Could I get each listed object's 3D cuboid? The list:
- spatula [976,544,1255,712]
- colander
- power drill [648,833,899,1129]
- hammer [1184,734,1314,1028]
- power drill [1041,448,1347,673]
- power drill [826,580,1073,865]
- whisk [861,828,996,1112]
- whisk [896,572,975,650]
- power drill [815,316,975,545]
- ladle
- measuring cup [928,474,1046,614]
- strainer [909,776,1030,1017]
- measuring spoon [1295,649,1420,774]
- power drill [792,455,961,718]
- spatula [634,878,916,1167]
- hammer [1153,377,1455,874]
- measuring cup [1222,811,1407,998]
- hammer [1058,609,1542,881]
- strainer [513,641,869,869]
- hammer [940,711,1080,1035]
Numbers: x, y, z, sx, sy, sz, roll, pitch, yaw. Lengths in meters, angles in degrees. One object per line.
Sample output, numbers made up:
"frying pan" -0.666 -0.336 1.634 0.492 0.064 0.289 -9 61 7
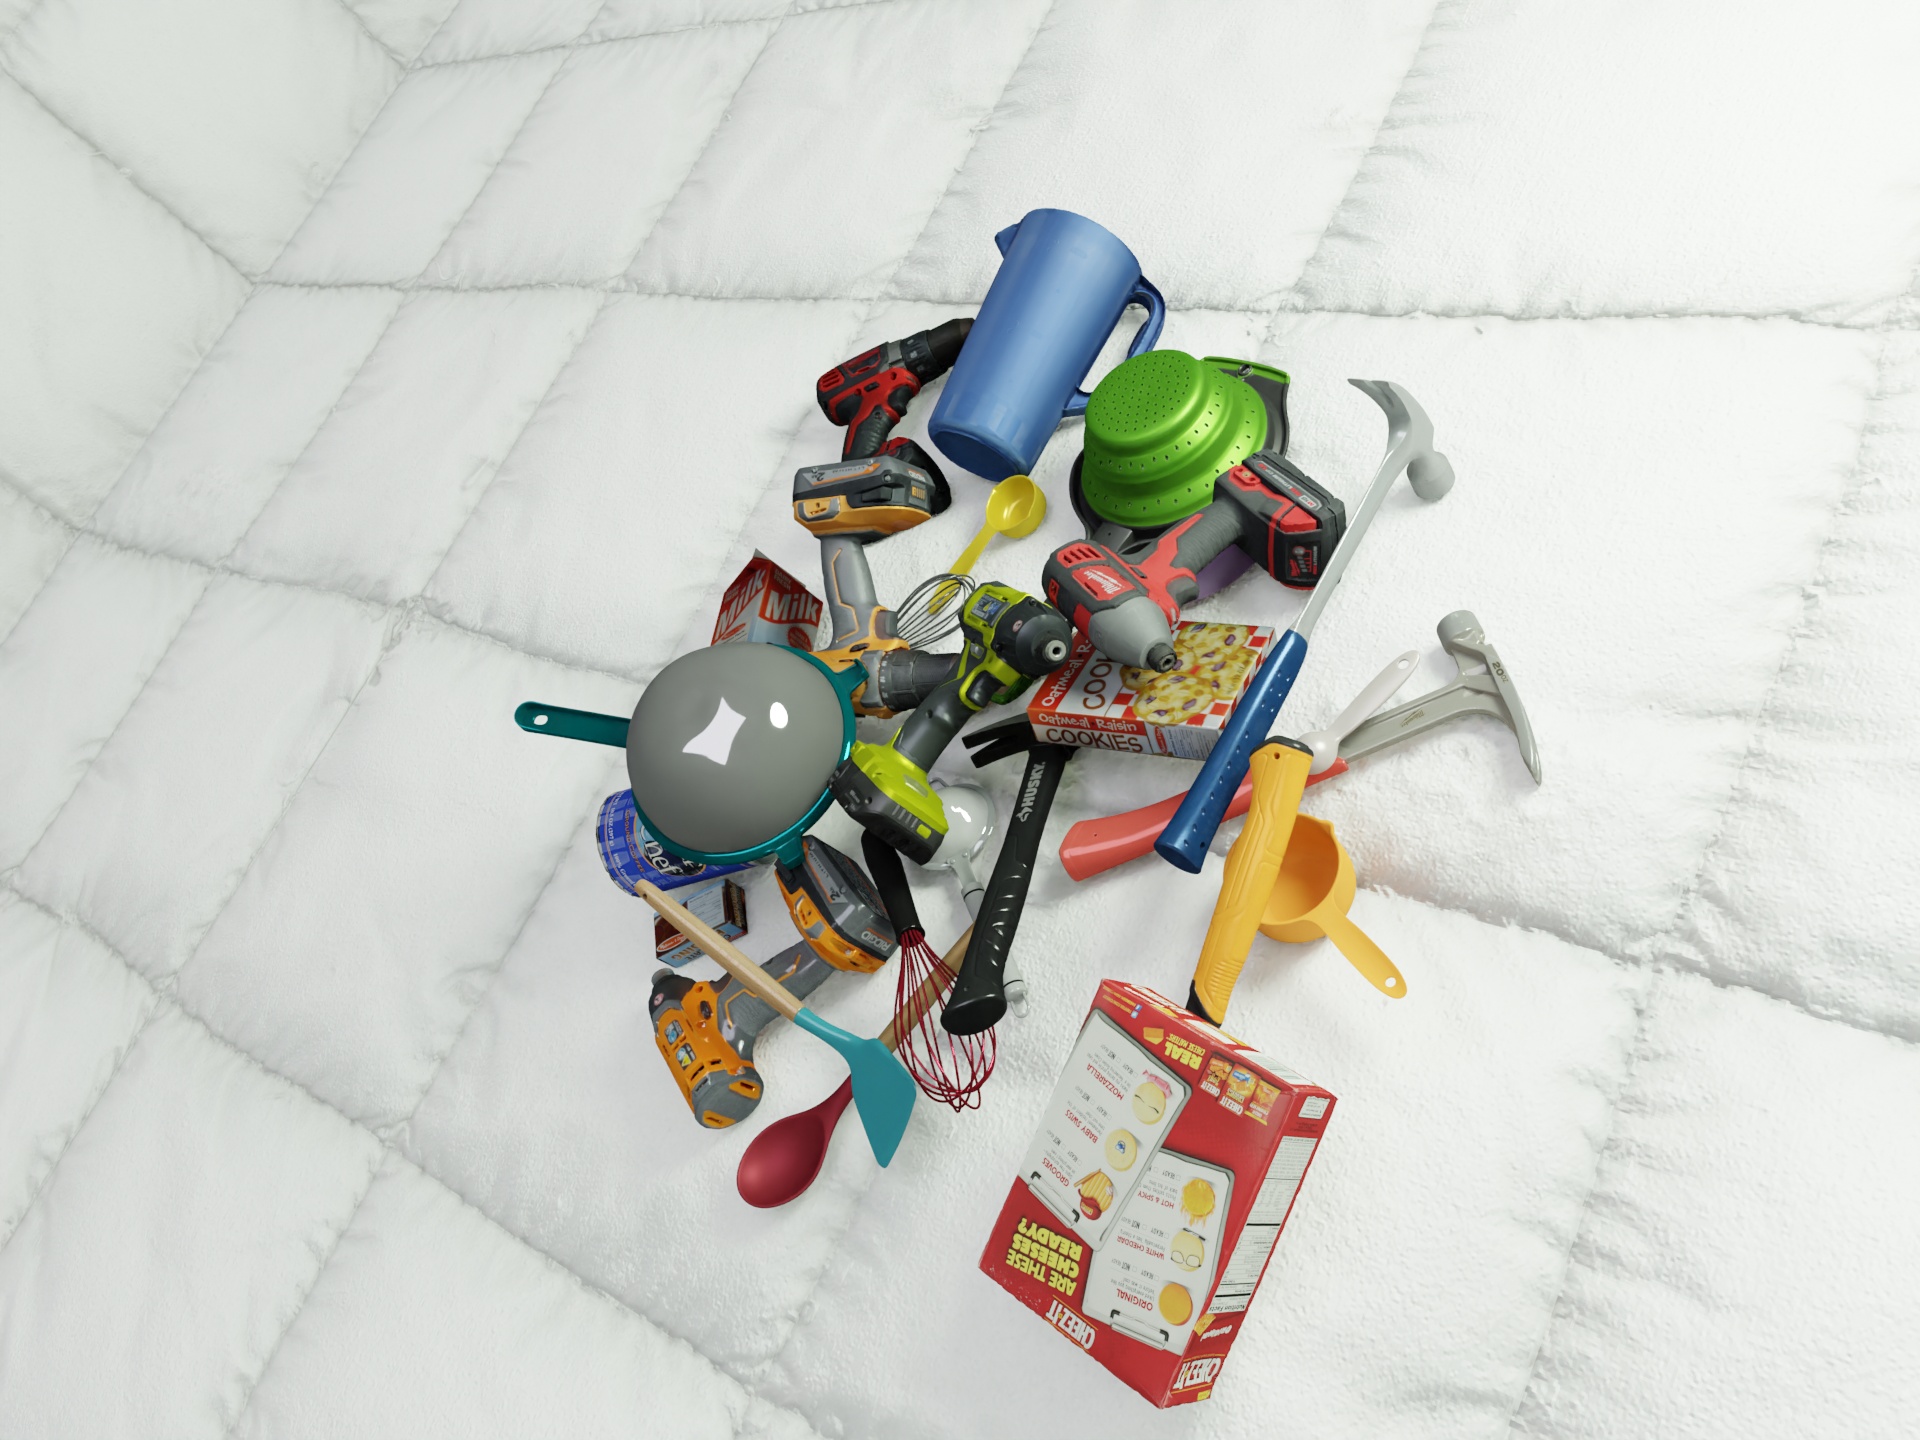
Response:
"spatula" 0.121 -0.077 1.366 0.316 0.018 0.060 -30 46 13
"colander" 0.127 -0.190 1.368 0.205 0.094 0.397 25 73 43
"power drill" -0.168 0.207 1.334 0.226 0.084 0.164 -47 47 4
"hammer" 0.182 0.174 1.090 0.127 0.034 0.337 16 86 40
"power drill" 0.188 -0.118 1.250 0.219 0.078 0.143 -27 47 -15
"power drill" -0.002 -0.004 1.261 0.223 0.080 0.171 -53 20 1
"whisk" -0.033 0.179 1.216 0.073 0.073 0.296 -36 40 9
"whisk" -0.081 -0.059 1.477 0.239 0.055 0.055 -36 47 15
"power drill" -0.058 -0.304 1.602 0.188 0.080 0.227 -21 48 21
"ladle" -0.063 0.257 1.245 0.315 0.031 0.069 -50 49 3
"measuring cup" 0.024 -0.158 1.488 0.156 0.029 0.062 -53 46 10
"strainer" 0.008 0.132 1.291 0.087 0.050 0.259 -30 51 7
"measuring spoon" 0.288 -0.010 1.160 0.124 0.018 0.034 -44 47 -1
"power drill" -0.068 -0.114 1.408 0.185 0.084 0.226 -2 85 30
"spatula" -0.150 0.217 1.238 0.318 0.044 0.082 34 119 24
"hammer" 0.250 -0.072 1.175 0.035 0.143 0.405 16 69 44
"measuring cup" 0.258 0.139 1.108 0.095 0.052 0.174 -43 49 3
"hammer" 0.241 0.049 1.189 0.359 0.036 0.149 -25 50 18
"strainer" -0.259 0.000 1.363 0.340 0.095 0.211 8 66 22
"hammer" 0.039 0.103 1.215 0.146 0.035 0.335 -9 36 25
